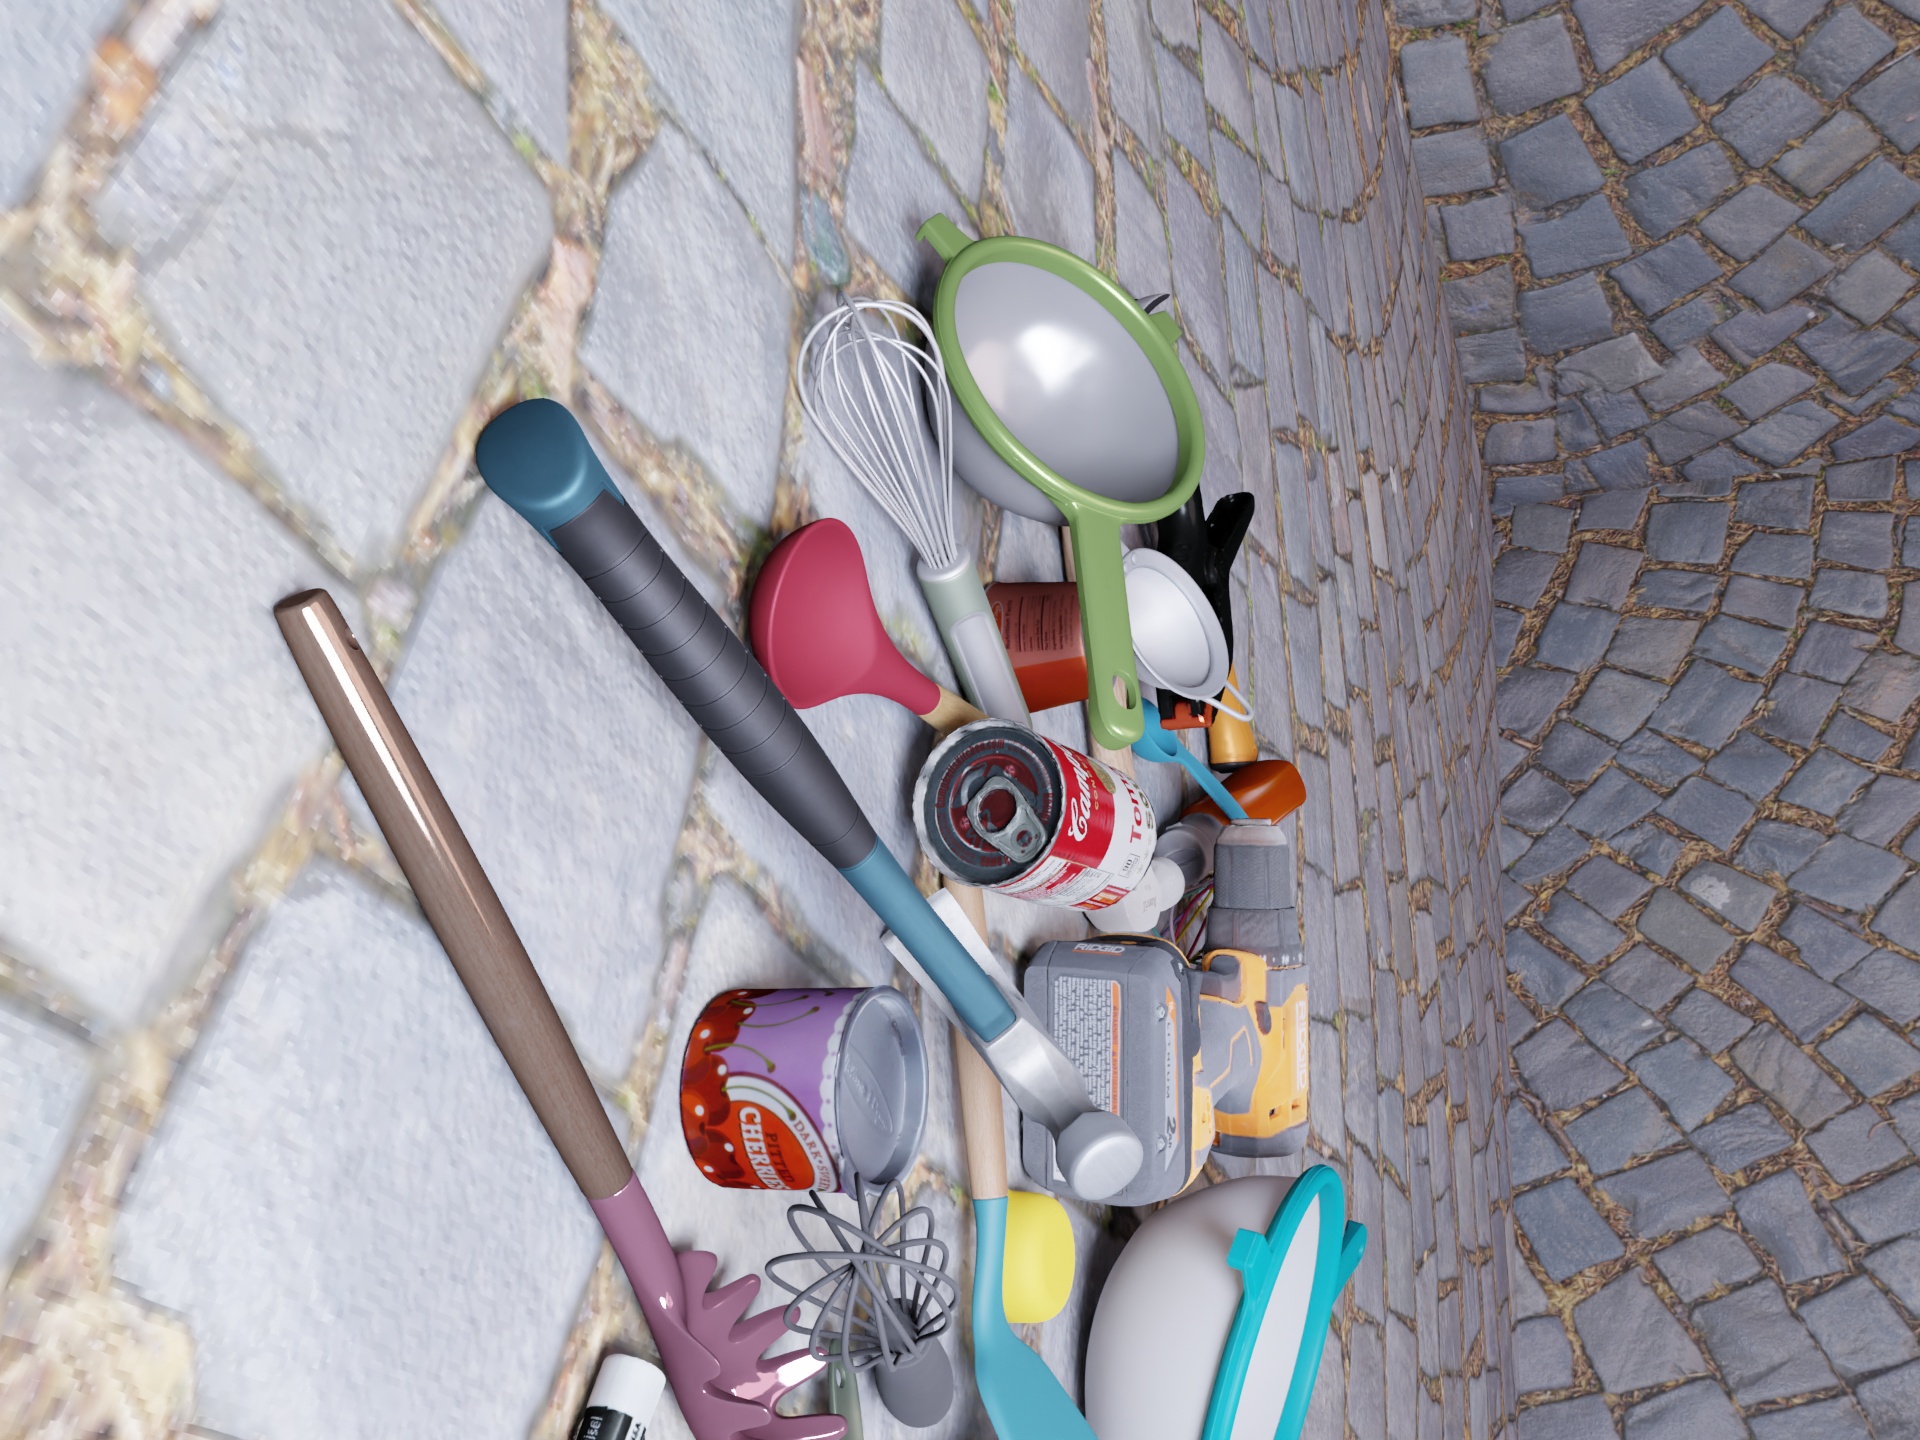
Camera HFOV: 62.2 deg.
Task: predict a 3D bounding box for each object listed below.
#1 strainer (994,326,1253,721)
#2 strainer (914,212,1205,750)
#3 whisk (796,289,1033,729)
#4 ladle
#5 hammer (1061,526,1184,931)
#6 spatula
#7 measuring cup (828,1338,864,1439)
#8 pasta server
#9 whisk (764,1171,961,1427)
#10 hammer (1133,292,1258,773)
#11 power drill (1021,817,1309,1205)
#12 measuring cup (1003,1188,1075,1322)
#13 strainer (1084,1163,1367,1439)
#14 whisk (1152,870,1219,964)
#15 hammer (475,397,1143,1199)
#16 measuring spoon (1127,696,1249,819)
[{"bbox_3d":[0.069,-0.104,0.809,0.258,0.050,0.087,60,38,-10],"label":"strainer"},{"bbox_3d":[0.041,-0.096,0.711,0.151,0.069,0.257,13,59,-33],"label":"strainer"},{"bbox_3d":[-0.009,-0.073,0.674,0.059,0.058,0.246,59,-7,48],"label":"whisk"},{"bbox_3d":[-0.001,-0.002,0.673,0.315,0.031,0.069,34,72,-56],"label":"ladle"},{"bbox_3d":[0.074,-0.048,0.871,0.130,0.031,0.331,-11,94,-66],"label":"hammer"},{"bbox_3d":[0.021,0.173,0.669,0.082,0.044,0.318,15,66,-62],"label":"spatula"},{"bbox_3d":[-0.049,0.292,0.523,0.083,0.038,0.168,49,30,-54],"label":"measuring cup"},{"bbox_3d":[-0.100,0.104,0.438,0.060,0.040,0.316,-113,-177,-65],"label":"pasta server"},{"bbox_3d":[-0.023,0.202,0.522,0.238,0.055,0.055,84,14,-56],"label":"whisk"},{"bbox_3d":[0.146,-0.107,1.041,0.127,0.034,0.336,-64,141,-48],"label":"hammer"},{"bbox_3d":[0.120,0.144,0.822,0.226,0.084,0.185,5,85,-56],"label":"power drill"},{"bbox_3d":[0.026,0.192,0.708,0.062,0.029,0.156,-22,106,-65],"label":"measuring cup"},{"bbox_3d":[0.145,0.315,0.855,0.340,0.095,0.211,1,100,-65],"label":"strainer"},{"bbox_3d":[0.162,0.112,1.029,0.245,0.051,0.047,-38,149,-67],"label":"whisk"},{"bbox_3d":[-0.043,0.032,0.527,0.330,0.033,0.128,55,-6,-35],"label":"hammer"},{"bbox_3d":[0.137,0.036,0.963,0.128,0.021,0.042,45,28,-25],"label":"measuring spoon"}]
